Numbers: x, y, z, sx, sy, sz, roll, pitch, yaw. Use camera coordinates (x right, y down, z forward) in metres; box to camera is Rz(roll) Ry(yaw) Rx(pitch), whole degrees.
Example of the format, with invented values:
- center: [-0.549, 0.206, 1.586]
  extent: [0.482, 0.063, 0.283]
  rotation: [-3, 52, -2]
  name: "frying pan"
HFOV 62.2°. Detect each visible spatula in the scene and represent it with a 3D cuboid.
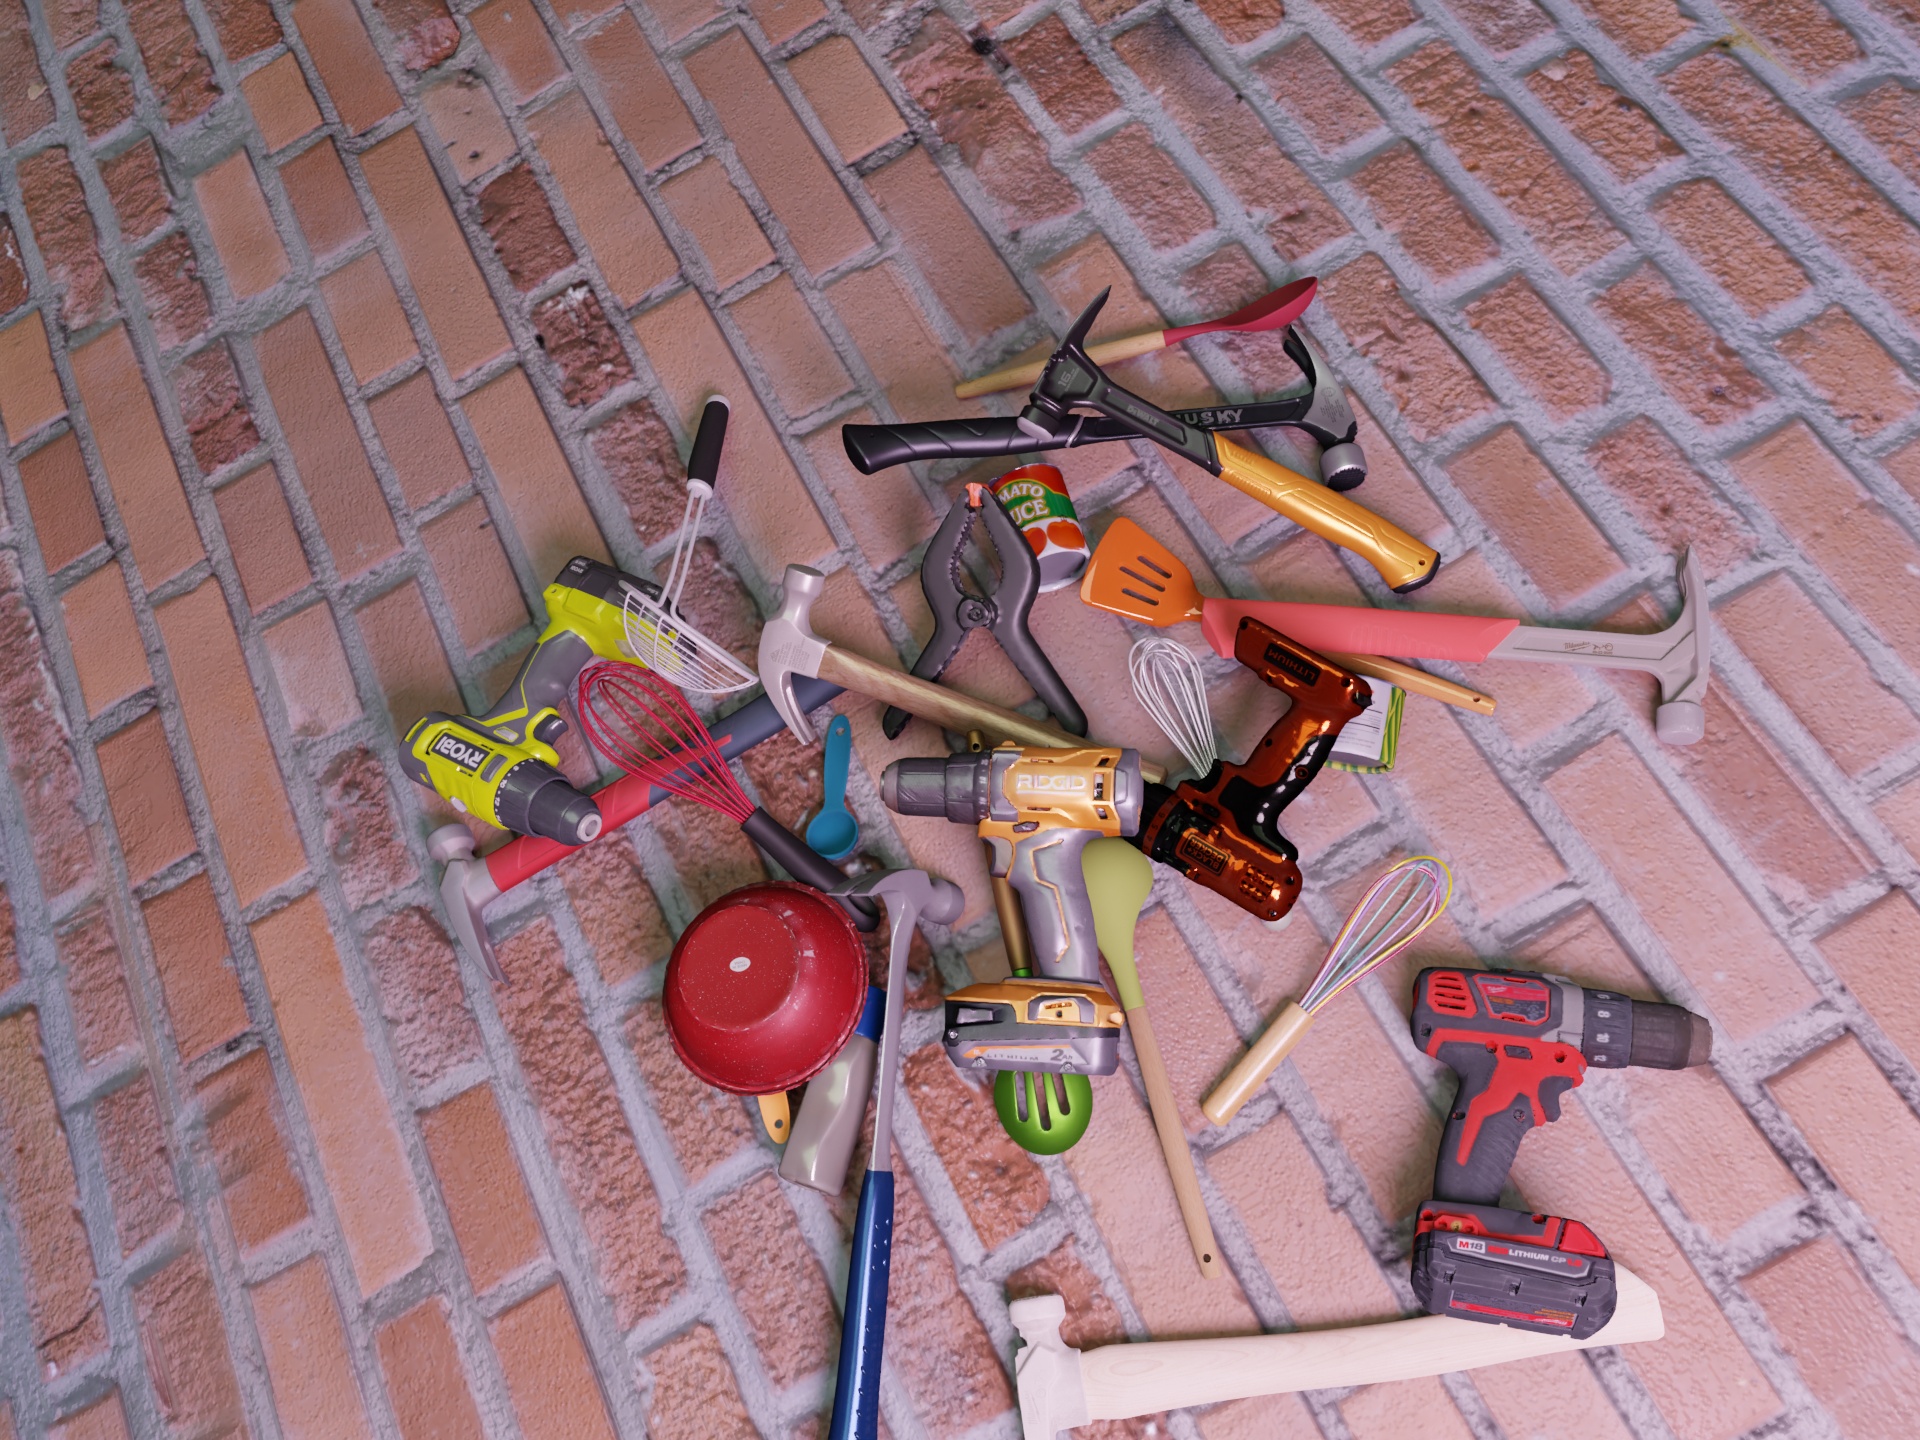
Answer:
- center: [0.250, -0.068, 1.216]
  extent: [0.323, 0.041, 0.081]
  rotation: [22, 74, 20]
  name: "spatula"

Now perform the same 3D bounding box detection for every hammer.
- center: [0.359, -0.070, 1.172]
  extent: [0.359, 0.036, 0.149]
  rotation: [5, 69, 9]
  name: "hammer"
- center: [-0.002, -0.004, 1.223]
  extent: [0.331, 0.031, 0.130]
  rotation: [21, 105, 8]
  name: "hammer"
- center: [0.218, -0.200, 1.217]
  extent: [0.337, 0.034, 0.127]
  rotation: [29, 86, 1]
  name: "hammer"
- center: [-0.060, 0.303, 1.110]
  extent: [0.035, 0.144, 0.406]
  rotation: [-3, 74, 29]
  name: "hammer"
- center: [-0.243, 0.062, 1.287]
  extent: [0.386, 0.038, 0.143]
  rotation: [-30, 66, 1]
  name: "hammer"
- center: [0.110, -0.237, 1.267]
  extent: [0.409, 0.036, 0.149]
  rotation: [-5, 64, -5]
  name: "hammer"
- center: [0.241, 0.421, 1.027]
  extent: [0.410, 0.038, 0.146]
  rotation: [-12, 68, 9]
  name: "hammer"

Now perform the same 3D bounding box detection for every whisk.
- center: [0.187, 0.043, 1.185]
  extent: [0.059, 0.057, 0.246]
  rotation: [-10, 66, -30]
  name: "whisk"
- center: [-0.175, 0.061, 1.208]
  extent: [0.296, 0.073, 0.073]
  rotation: [41, 82, -4]
  name: "whisk"
- center: [0.257, 0.188, 1.112]
  extent: [0.047, 0.051, 0.245]
  rotation: [41, 86, 18]
  name: "whisk"

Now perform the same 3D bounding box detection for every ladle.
- center: [0.134, 0.232, 1.132]
  extent: [0.078, 0.062, 0.320]
  rotation: [-18, 72, 9]
  name: "ladle"
- center: [0.146, -0.317, 1.344]
  extent: [0.315, 0.031, 0.069]
  rotation: [-12, 24, 13]
  name: "ladle"

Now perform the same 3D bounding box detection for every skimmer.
- center: [-0.202, -0.162, 1.291]
  extent: [0.090, 0.127, 0.364]
  rotation: [-31, 38, 32]
  name: "skimmer"

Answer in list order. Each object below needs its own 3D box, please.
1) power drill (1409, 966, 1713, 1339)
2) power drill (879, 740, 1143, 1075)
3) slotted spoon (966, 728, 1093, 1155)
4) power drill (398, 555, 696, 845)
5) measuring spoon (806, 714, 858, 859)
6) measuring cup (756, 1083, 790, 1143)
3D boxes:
- center: [0.380, 0.267, 1.016]
  extent: [0.188, 0.080, 0.227]
  rotation: [4, 56, 16]
  name: "power drill"
- center: [0.031, 0.126, 1.103]
  extent: [0.185, 0.084, 0.226]
  rotation: [2, 79, 9]
  name: "power drill"
- center: [0.038, 0.157, 1.159]
  extent: [0.070, 0.031, 0.314]
  rotation: [-12, 75, 6]
  name: "slotted spoon"
- center: [-0.317, -0.011, 1.283]
  extent: [0.191, 0.080, 0.228]
  rotation: [21, 64, 28]
  name: "power drill"
- center: [-0.097, 0.055, 1.269]
  extent: [0.042, 0.021, 0.129]
  rotation: [-5, 59, 12]
  name: "measuring spoon"
- center: [-0.143, 0.232, 1.188]
  extent: [0.095, 0.052, 0.174]
  rotation: [-18, 68, 6]
  name: "measuring cup"
